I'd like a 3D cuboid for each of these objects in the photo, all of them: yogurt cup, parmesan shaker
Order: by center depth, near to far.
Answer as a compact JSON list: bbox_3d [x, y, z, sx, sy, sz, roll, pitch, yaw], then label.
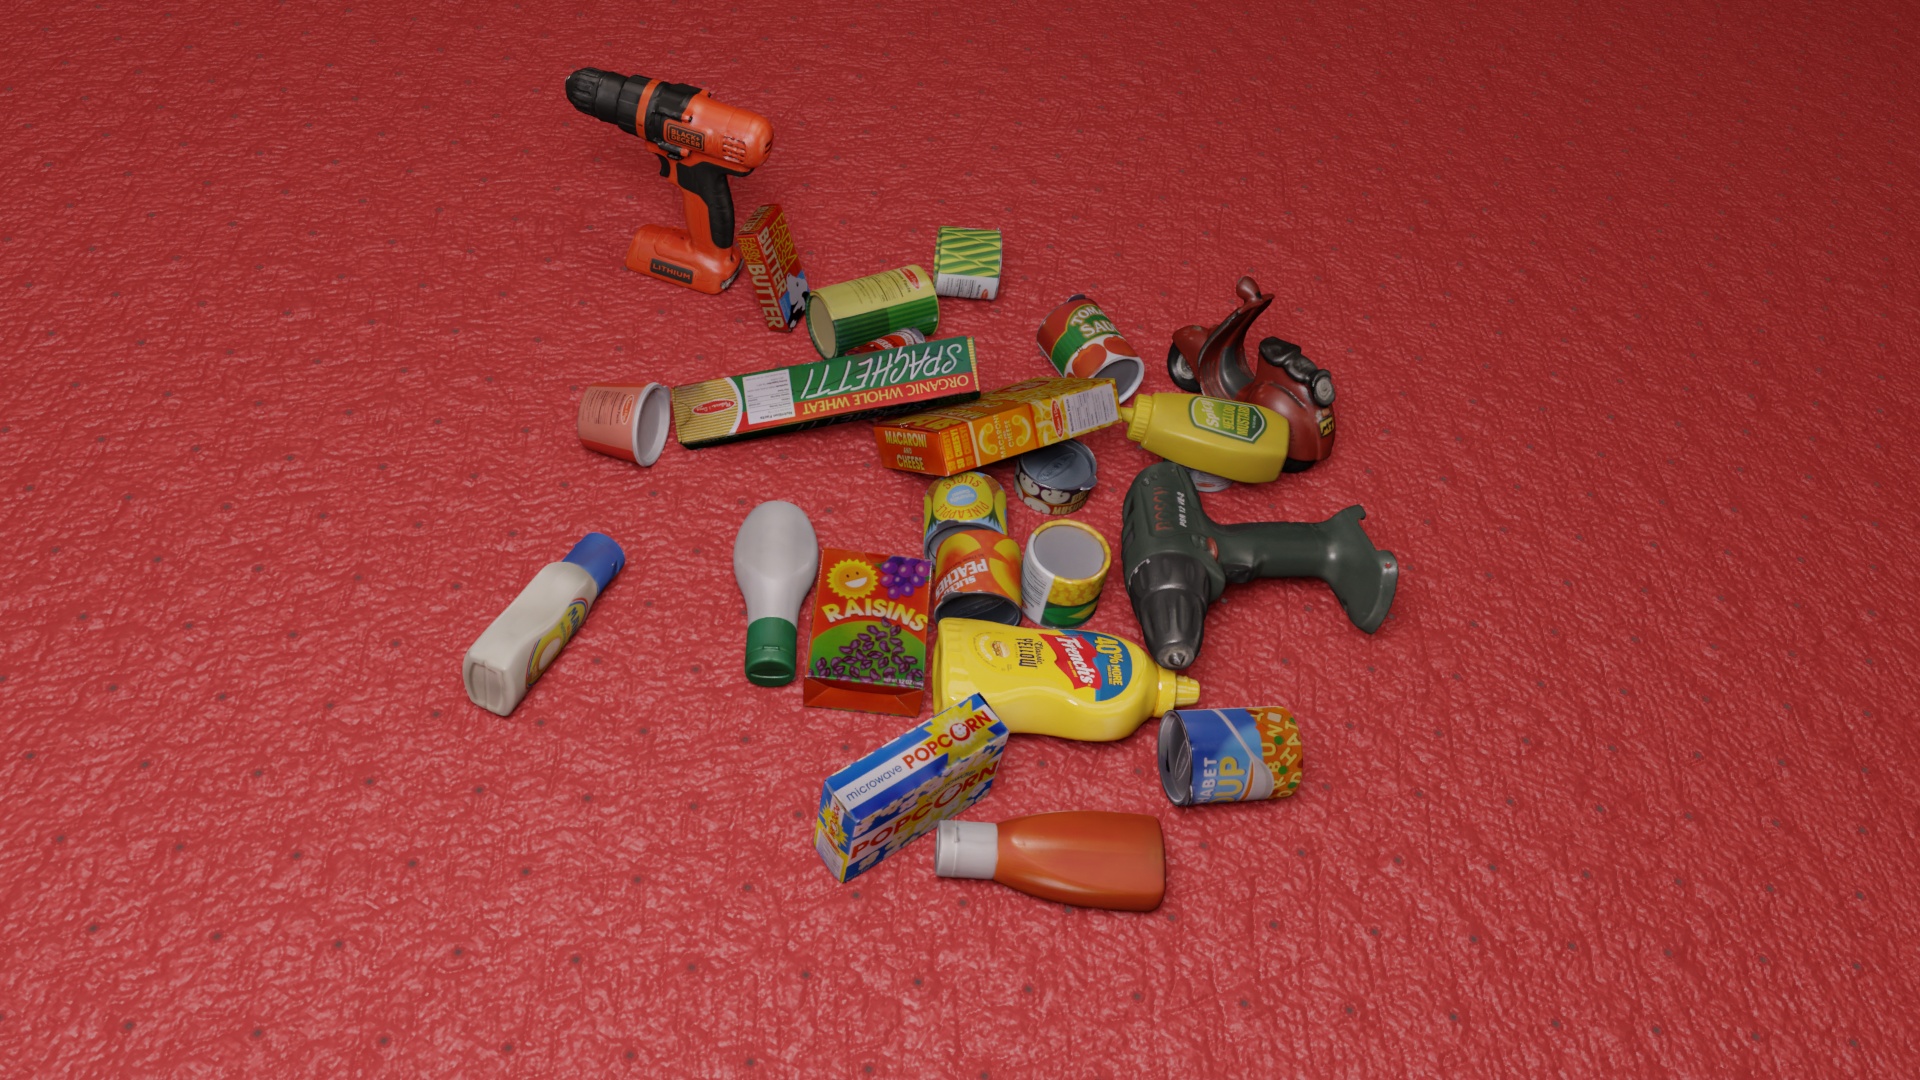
[{"bbox_3d":[-0.271,-0.096,1.115,0.054,0.072,0.073,9,47,8],"label":"yogurt cup"},{"bbox_3d":[-0.081,-0.205,1.246,0.103,0.071,0.071,-19,55,-24],"label":"parmesan shaker"}]

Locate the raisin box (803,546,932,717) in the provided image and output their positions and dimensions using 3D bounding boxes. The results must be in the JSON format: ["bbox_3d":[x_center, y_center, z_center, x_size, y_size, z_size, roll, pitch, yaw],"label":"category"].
[{"bbox_3d":[-0.067,0.066,1.022,0.086,0.039,0.124,6,47,-4],"label":"raisin box"}]

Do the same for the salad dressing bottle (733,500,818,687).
[{"bbox_3d":[-0.139,0.038,1.031,0.064,0.043,0.148,3,49,-7],"label":"salad dressing bottle"}]

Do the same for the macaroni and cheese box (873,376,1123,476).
[{"bbox_3d":[0.029,-0.097,1.142,0.167,0.040,0.124,-18,14,-25],"label":"macaroni and cheese box"}]

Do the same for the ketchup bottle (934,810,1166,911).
[{"bbox_3d":[0.059,0.207,0.915,0.149,0.043,0.065,6,47,-5],"label":"ketchup bottle"}]

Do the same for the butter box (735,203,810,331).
[{"bbox_3d":[-0.166,-0.243,1.240,0.024,0.103,0.053,4,45,22],"label":"butter box"}]

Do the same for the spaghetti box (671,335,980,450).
[{"bbox_3d":[-0.108,-0.120,1.133,0.250,0.028,0.050,-10,80,2],"label":"spaghetti box"}]

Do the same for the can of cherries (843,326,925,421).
[{"bbox_3d":[-0.062,-0.144,1.190,0.058,0.071,0.071,-26,58,-29],"label":"can of cherries"}]

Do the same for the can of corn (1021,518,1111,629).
[{"bbox_3d":[0.081,0.025,1.073,0.071,0.058,0.071,5,48,-6],"label":"can of corn"}]

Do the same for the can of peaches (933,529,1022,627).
[{"bbox_3d":[0.012,0.032,1.042,0.071,0.071,0.058,5,55,-6],"label":"can of peaches"}]

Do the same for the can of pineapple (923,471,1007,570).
[{"bbox_3d":[0.004,-0.014,1.086,0.071,0.070,0.058,5,47,-6],"label":"can of pineapple"}]

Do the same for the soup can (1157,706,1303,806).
[{"bbox_3d":[0.189,0.152,0.973,0.084,0.071,0.072,-1,49,-12],"label":"soup can"}]

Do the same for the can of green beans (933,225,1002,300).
[{"bbox_3d":[0.006,-0.262,1.313,0.058,0.070,0.071,4,48,-6],"label":"can of green beans"}]

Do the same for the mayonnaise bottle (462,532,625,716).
[{"bbox_3d":[-0.290,0.052,0.979,0.041,0.064,0.149,24,45,7],"label":"mayonnaise bottle"}]

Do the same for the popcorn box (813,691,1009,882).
[{"bbox_3d":[-0.033,0.162,0.910,0.127,0.084,0.038,-26,59,-30],"label":"popcorn box"}]

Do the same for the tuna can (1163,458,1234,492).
[{"bbox_3d":[0.211,-0.078,1.207,0.071,0.032,0.071,5,48,-6],"label":"tuna can"}]

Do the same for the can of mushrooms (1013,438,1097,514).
[{"bbox_3d":[0.080,-0.054,1.161,0.071,0.033,0.071,6,47,-6],"label":"can of mushrooms"}]

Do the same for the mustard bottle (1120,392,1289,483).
[{"bbox_3d":[0.192,-0.092,1.159,0.160,0.048,0.066,12,47,0],"label":"mustard bottle"}]

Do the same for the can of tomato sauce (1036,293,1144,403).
[{"bbox_3d":[0.118,-0.168,1.246,0.071,0.070,0.083,-16,54,-23],"label":"can of tomato sauce"}]
